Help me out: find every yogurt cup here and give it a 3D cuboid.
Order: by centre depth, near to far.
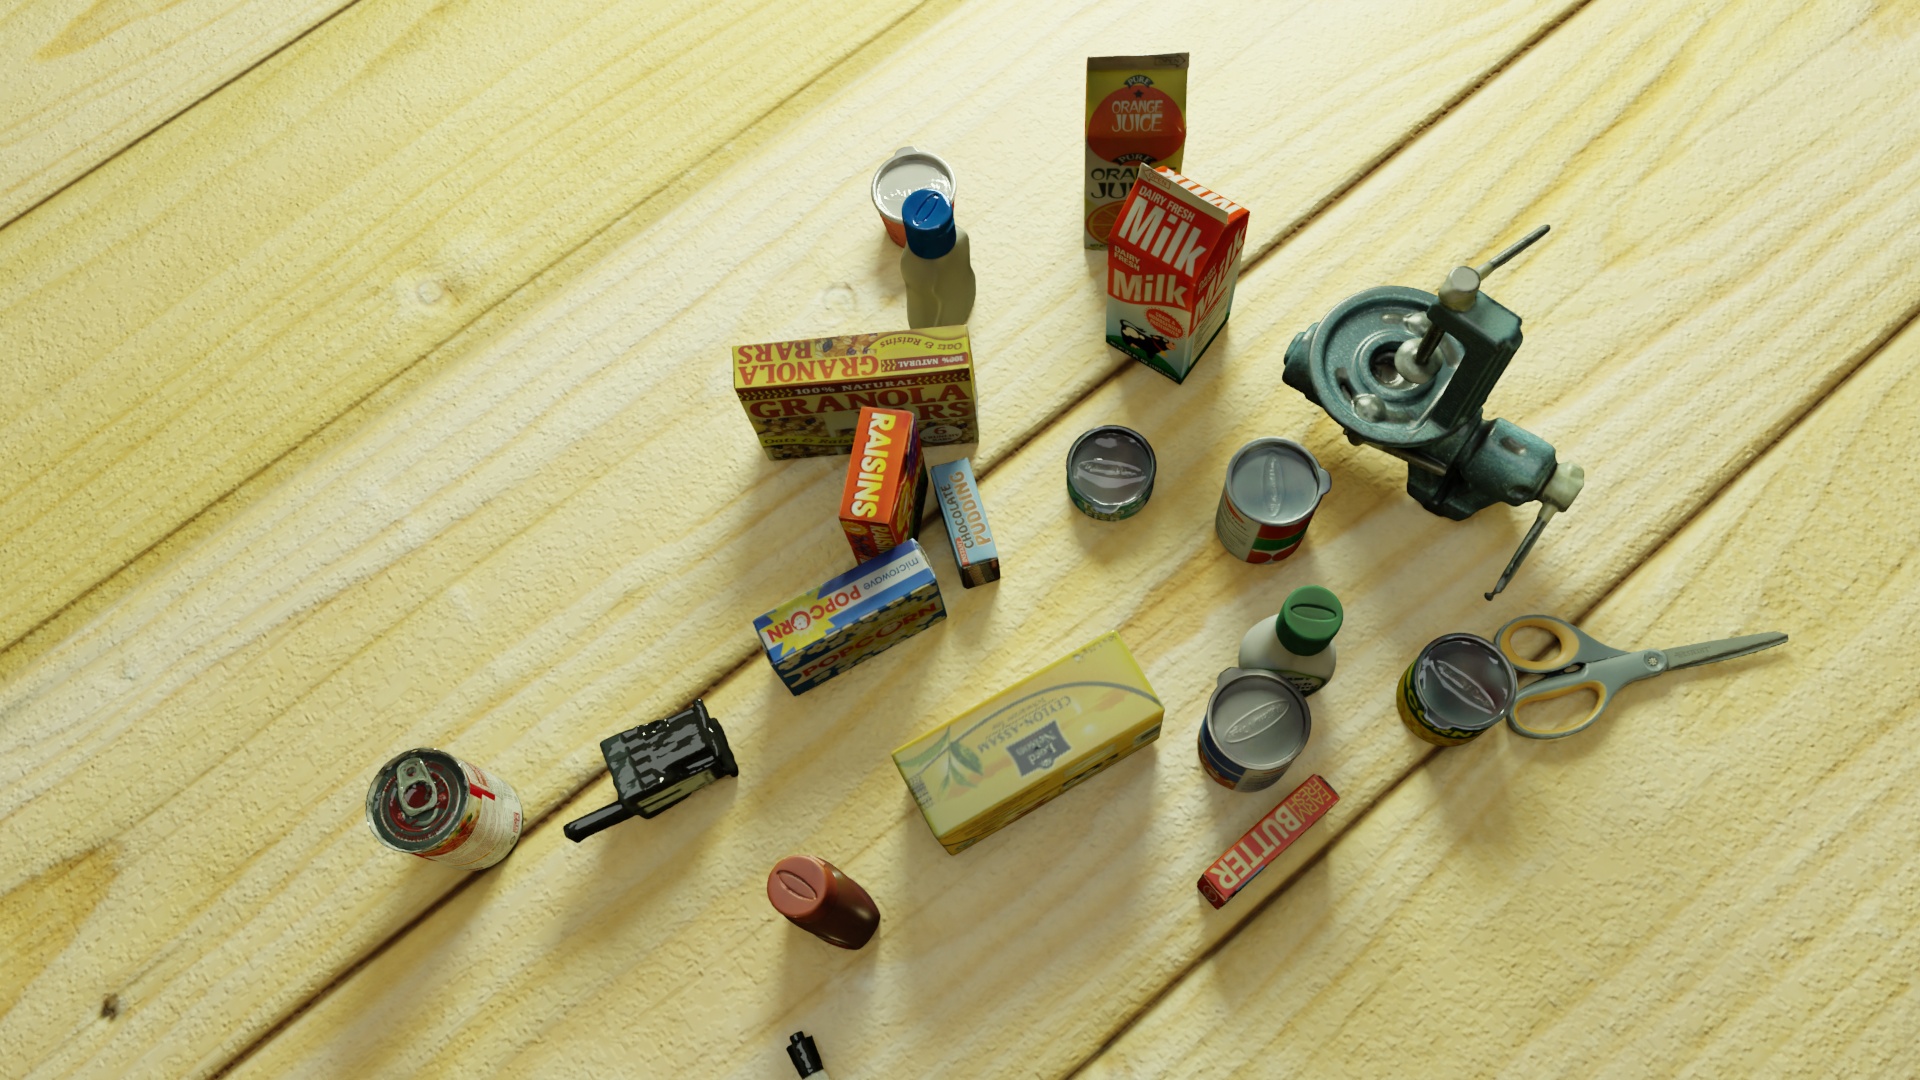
[{"bbox_3d":[-0.035,-0.268,1.110,0.072,0.053,0.072,-1,69,4],"label":"yogurt cup"}]

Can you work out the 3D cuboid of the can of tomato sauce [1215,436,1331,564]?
[{"bbox_3d":[0.219,-0.027,0.984,0.071,0.083,0.071,-1,69,4],"label":"can of tomato sauce"}]

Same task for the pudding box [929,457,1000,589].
[{"bbox_3d":[0.004,-0.013,1.012,0.030,0.049,0.084,-16,69,-2],"label":"pudding box"}]

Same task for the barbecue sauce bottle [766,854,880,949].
[{"bbox_3d":[-0.089,0.225,0.875,0.065,0.148,0.044,30,75,14],"label":"barbecue sauce bottle"}]

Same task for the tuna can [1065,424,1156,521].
[{"bbox_3d":[0.111,-0.047,1.026,0.071,0.032,0.071,-1,69,4],"label":"tuna can"}]

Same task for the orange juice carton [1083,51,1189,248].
[{"bbox_3d":[0.128,-0.298,1.036,0.072,0.192,0.073,1,70,5],"label":"orange juice carton"}]

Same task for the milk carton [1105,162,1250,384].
[{"bbox_3d":[0.154,-0.197,0.996,0.072,0.190,0.073,33,75,15],"label":"milk carton"}]

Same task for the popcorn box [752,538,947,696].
[{"bbox_3d":[-0.075,0.055,0.973,0.127,0.085,0.038,-27,70,-6],"label":"popcorn box"}]

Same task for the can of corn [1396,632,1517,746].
[{"bbox_3d":[0.332,0.104,0.938,0.071,0.058,0.071,-1,69,4],"label":"can of corn"}]

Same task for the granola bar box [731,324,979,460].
[{"bbox_3d":[-0.072,-0.105,1.013,0.166,0.124,0.039,-5,69,2],"label":"granola bar box"}]

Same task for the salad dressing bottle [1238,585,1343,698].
[{"bbox_3d":[0.219,0.068,0.913,0.064,0.147,0.044,9,71,8],"label":"salad dressing bottle"}]

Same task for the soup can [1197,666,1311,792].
[{"bbox_3d":[0.193,0.126,0.927,0.071,0.083,0.071,-1,69,4],"label":"soup can"}]

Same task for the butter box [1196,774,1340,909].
[{"bbox_3d":[0.201,0.198,0.915,0.104,0.053,0.024,-39,72,-10],"label":"butter box"}]

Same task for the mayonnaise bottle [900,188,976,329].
[{"bbox_3d":[-0.018,-0.206,1.035,0.041,0.147,0.065,29,74,14],"label":"mayonnaise bottle"}]

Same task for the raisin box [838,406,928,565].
[{"bbox_3d":[-0.052,-0.030,0.983,0.040,0.123,0.086,8,70,7],"label":"raisin box"}]
